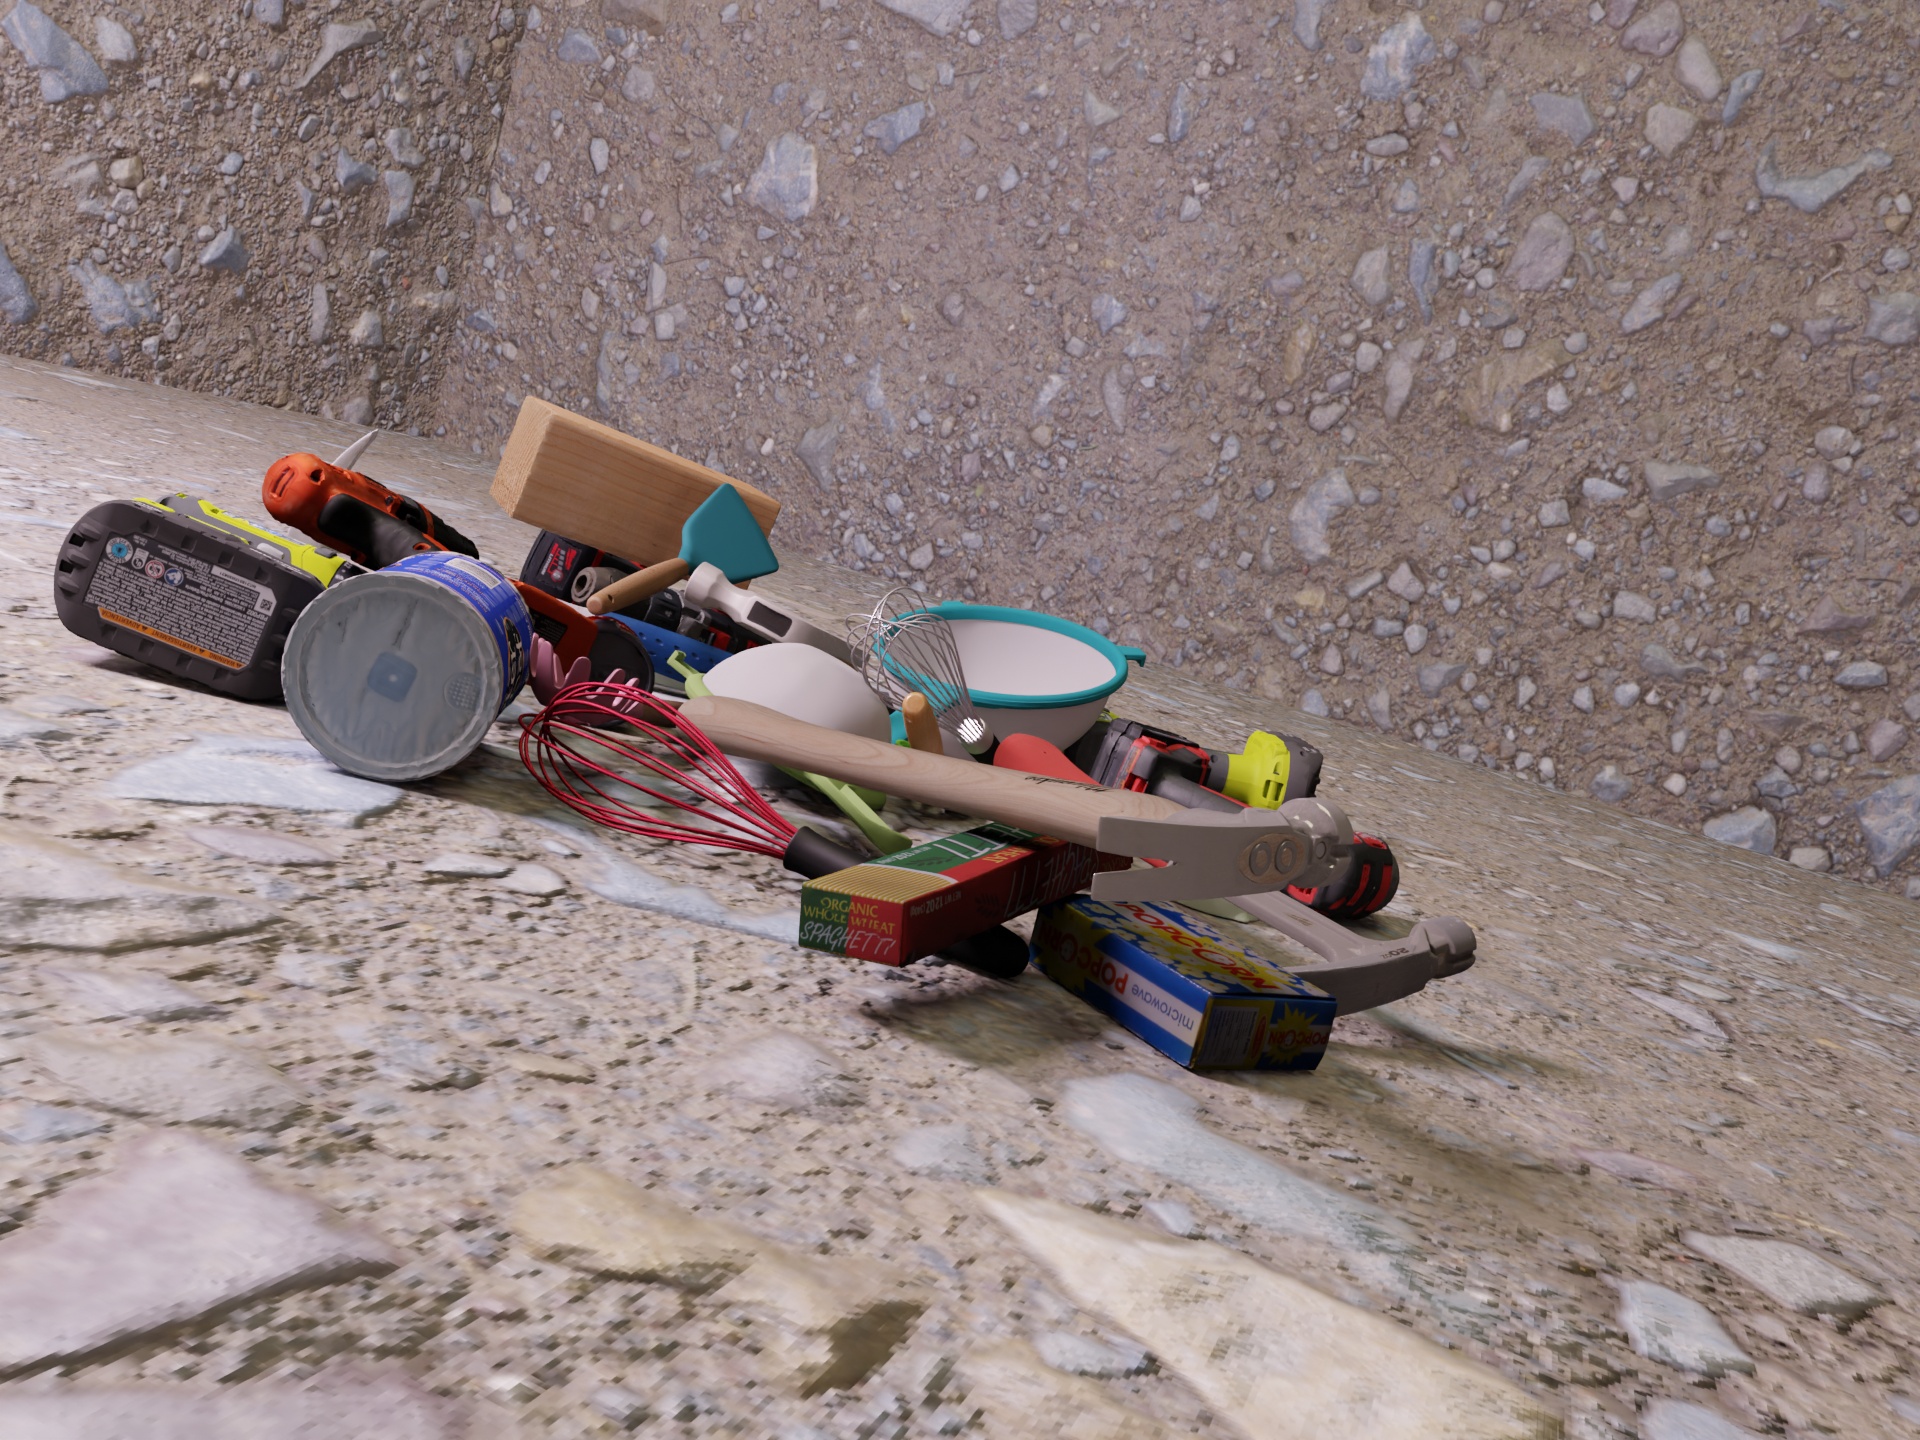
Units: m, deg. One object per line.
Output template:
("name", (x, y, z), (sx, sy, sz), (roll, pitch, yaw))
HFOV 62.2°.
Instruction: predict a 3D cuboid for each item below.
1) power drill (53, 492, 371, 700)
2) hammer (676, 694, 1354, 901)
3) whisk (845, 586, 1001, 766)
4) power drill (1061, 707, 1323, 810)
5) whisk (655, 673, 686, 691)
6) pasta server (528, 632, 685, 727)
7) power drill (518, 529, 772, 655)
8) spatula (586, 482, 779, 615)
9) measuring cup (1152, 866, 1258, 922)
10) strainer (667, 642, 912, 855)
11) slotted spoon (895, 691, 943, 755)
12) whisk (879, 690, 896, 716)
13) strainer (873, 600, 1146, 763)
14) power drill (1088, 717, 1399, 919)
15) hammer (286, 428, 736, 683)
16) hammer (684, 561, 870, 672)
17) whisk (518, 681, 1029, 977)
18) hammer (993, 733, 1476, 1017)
("power drill", (-0.415, -0.073, 0.950), (0.190, 0.080, 0.228), (23, 4, -12))
("hammer", (-0.023, 0.027, 0.770), (0.146, 0.038, 0.411), (1, 7, -43))
("whisk", (-0.001, -0.004, 1.074), (0.070, 0.070, 0.284), (20, -15, 30))
("power drill", (0.197, 0.034, 1.432), (0.223, 0.080, 0.171), (12, 9, -4))
("whisk", (-0.263, -0.049, 1.219), (0.246, 0.059, 0.058), (17, 44, -20))
("pasta server", (-0.192, -0.013, 0.989), (0.060, 0.040, 0.316), (22, 1, 8))
("power drill", (-0.283, -0.103, 1.334), (0.227, 0.080, 0.187), (27, 1, 43))
("spatula", (-0.204, -0.114, 1.155), (0.044, 0.082, 0.317), (-28, 9, 13))
("measuring cup", (0.127, 0.091, 1.011), (0.167, 0.038, 0.083), (13, 8, -33))
("strainer", (-0.075, 0.008, 0.980), (0.151, 0.069, 0.257), (30, 4, -32))
("slotted spoon", (-0.021, 0.018, 0.974), (0.070, 0.031, 0.313), (40, -7, 7))
("whisk", (-0.021, -0.010, 1.402), (0.238, 0.055, 0.055), (4, 14, -39))
("strainer", (0.001, 0.003, 1.270), (0.211, 0.095, 0.340), (16, 27, 22))
("power drill", (0.207, 0.077, 1.141), (0.220, 0.078, 0.143), (25, 7, 34))
("hammer", (-0.276, -0.077, 1.153), (0.405, 0.144, 0.035), (21, 10, -16))
("hammer", (-0.119, -0.057, 1.265), (0.130, 0.031, 0.331), (29, -1, 6))
("whisk", (-0.097, 0.054, 0.786), (0.296, 0.073, 0.073), (25, 10, 17))
("hammer", (0.120, 0.080, 0.946), (0.149, 0.036, 0.359), (-7, 21, -31))
